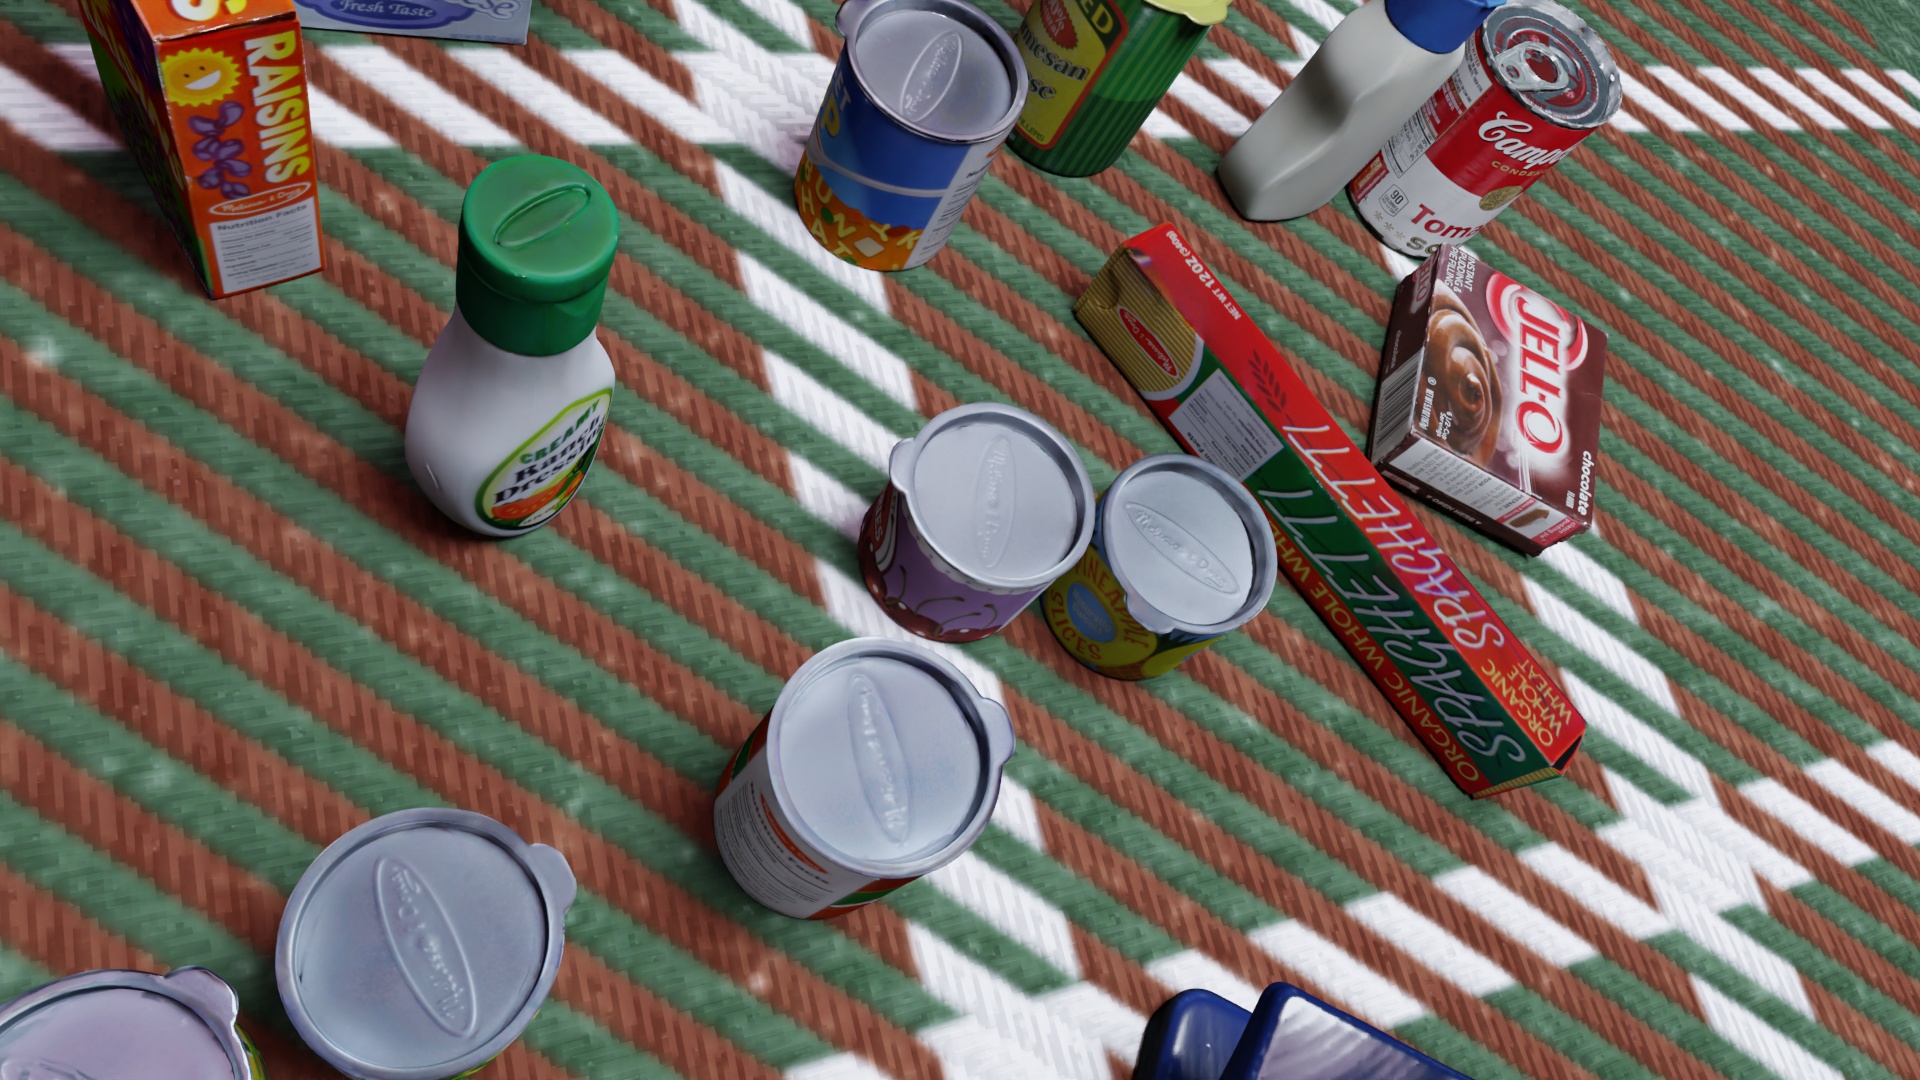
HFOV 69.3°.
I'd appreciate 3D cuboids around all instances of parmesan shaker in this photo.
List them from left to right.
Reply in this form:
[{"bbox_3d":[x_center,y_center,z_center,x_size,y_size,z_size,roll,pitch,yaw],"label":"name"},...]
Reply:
[{"bbox_3d":[0.059,-0.200,0.555,0.071,0.102,0.071,8,65,-18],"label":"parmesan shaker"}]

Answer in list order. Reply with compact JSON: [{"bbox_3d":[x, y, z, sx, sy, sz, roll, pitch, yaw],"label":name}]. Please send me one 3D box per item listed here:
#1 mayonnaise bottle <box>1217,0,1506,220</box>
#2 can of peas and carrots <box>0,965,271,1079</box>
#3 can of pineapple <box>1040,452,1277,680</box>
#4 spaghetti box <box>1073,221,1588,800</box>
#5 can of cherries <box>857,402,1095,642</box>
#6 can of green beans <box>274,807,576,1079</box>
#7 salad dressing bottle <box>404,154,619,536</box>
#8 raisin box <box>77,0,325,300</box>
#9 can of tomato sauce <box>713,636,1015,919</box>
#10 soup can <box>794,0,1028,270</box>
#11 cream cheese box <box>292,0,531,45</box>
[{"bbox_3d":[0.166,-0.188,0.566,0.065,0.147,0.041,-21,76,-27],"label":"mayonnaise bottle"},{"bbox_3d":[-0.200,0.137,0.329,0.071,0.058,0.071,8,65,-18],"label":"can of peas and carrots"},{"bbox_3d":[0.067,0.011,0.489,0.071,0.057,0.071,8,65,-18],"label":"can of pineapple"},{"bbox_3d":[0.138,-0.011,0.532,0.029,0.050,0.250,-35,83,-30],"label":"spaghetti box"},{"bbox_3d":[0.002,-0.006,0.472,0.071,0.058,0.072,8,65,-18],"label":"can of cherries"},{"bbox_3d":[-0.141,0.109,0.365,0.071,0.057,0.071,8,65,-18],"label":"can of green beans"},{"bbox_3d":[-0.124,-0.049,0.391,0.044,0.147,0.064,46,60,3],"label":"salad dressing bottle"},{"bbox_3d":[-0.224,-0.141,0.407,0.040,0.123,0.086,-25,78,-28],"label":"raisin box"},{"bbox_3d":[-0.032,0.072,0.410,0.071,0.082,0.071,8,65,-18],"label":"can of tomato sauce"},{"bbox_3d":[-0.023,-0.150,0.512,0.071,0.083,0.071,8,65,-18],"label":"soup can"},{"bbox_3d":[-0.202,-0.203,0.484,0.104,0.053,0.024,-3,69,-22],"label":"cream cheese box"}]
